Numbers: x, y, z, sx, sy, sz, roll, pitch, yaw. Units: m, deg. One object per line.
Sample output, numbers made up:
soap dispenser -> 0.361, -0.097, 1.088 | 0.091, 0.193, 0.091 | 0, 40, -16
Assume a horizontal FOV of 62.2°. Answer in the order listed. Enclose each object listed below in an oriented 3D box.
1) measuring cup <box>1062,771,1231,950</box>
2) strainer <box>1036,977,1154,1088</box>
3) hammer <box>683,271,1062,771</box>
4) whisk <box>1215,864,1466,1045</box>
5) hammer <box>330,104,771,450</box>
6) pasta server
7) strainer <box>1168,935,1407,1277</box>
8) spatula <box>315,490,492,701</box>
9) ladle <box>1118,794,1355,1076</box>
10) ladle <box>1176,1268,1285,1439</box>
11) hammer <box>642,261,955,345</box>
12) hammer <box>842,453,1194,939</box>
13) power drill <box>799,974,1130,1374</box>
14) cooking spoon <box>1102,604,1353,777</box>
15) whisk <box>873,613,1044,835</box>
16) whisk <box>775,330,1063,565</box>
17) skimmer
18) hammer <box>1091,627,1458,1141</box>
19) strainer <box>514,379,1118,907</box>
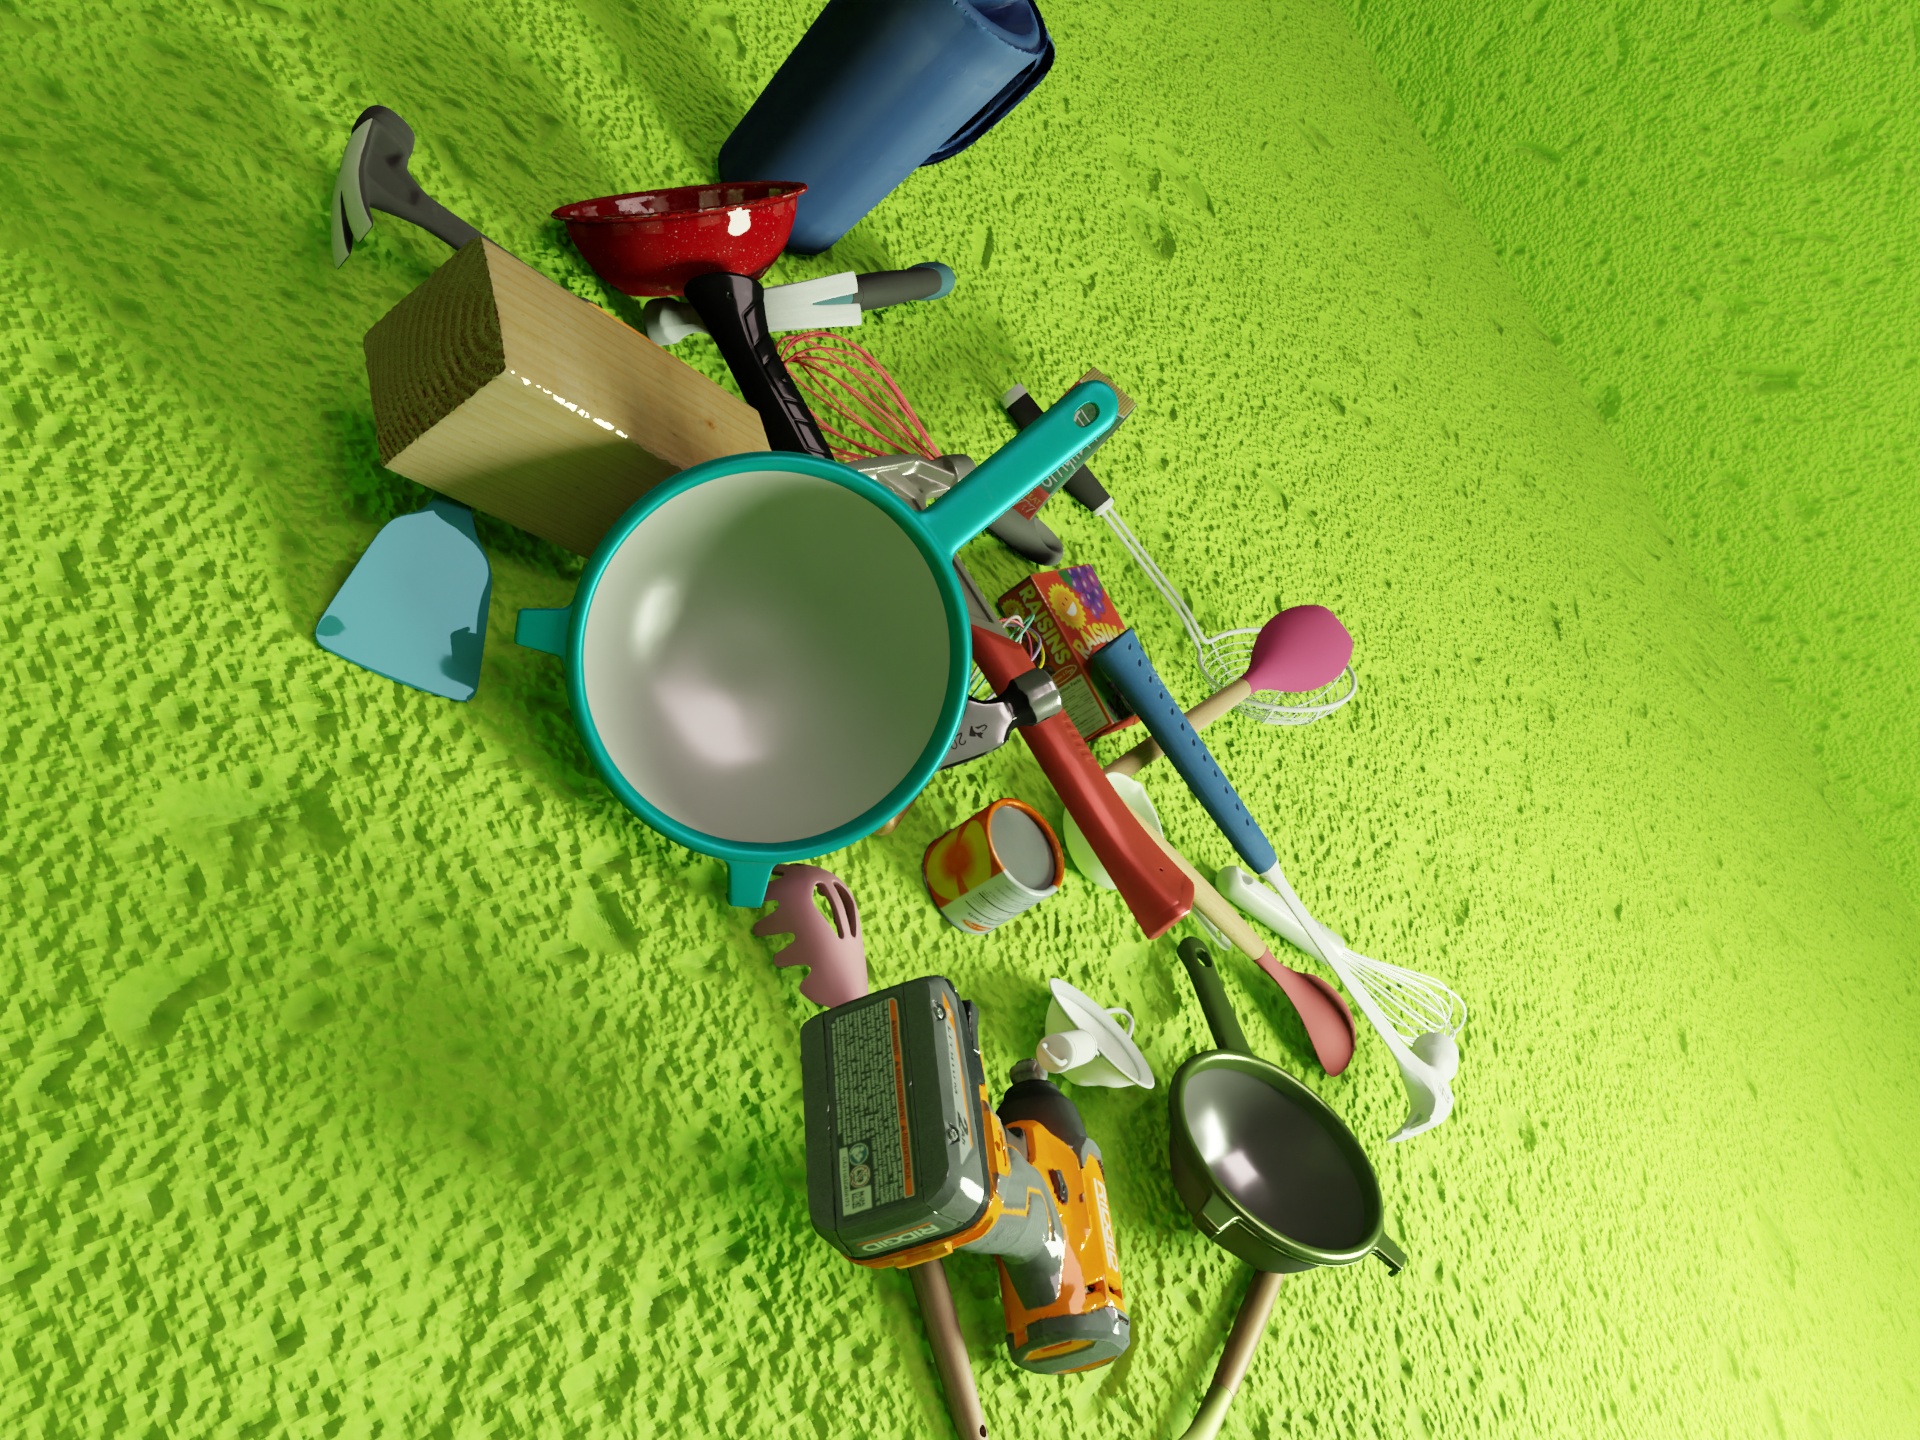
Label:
measuring cup -> 0.127, 0.107, 1.086 | 0.167, 0.038, 0.083 | 49, 37, -25
strainer -> 0.064, 0.180, 0.878 | 0.087, 0.050, 0.258 | 45, 1, 15
hammer -> -0.079, -0.119, 0.949 | 0.146, 0.035, 0.335 | -27, 85, -15
whisk -> 0.285, 0.177, 1.194 | 0.246, 0.059, 0.058 | 34, 28, -18
hammer -> -0.211, -0.225, 0.945 | 0.336, 0.034, 0.127 | 30, 34, -36
pasta server -> -0.041, 0.216, 0.816 | 0.060, 0.040, 0.316 | 1, 65, -48
strainer -> 0.167, 0.246, 1.003 | 0.151, 0.069, 0.257 | 19, 31, -24
spatula -> -0.277, -0.153, 0.851 | 0.082, 0.044, 0.318 | 25, 41, -35
ladle -> 0.188, 0.142, 1.089 | 0.315, 0.031, 0.069 | 45, 36, -25
ladle -> 0.165, 0.361, 0.904 | 0.078, 0.062, 0.320 | 52, 33, -1
hammer -> -0.084, -0.303, 1.132 | 0.331, 0.128, 0.033 | -40, 127, -61
hammer -> 0.030, -0.021, 1.002 | 0.149, 0.036, 0.359 | -17, 68, -40
power drill -> 0.009, 0.213, 0.784 | 0.226, 0.084, 0.164 | 50, 24, -46
cooking spoon -> 0.197, -0.015, 1.192 | 0.319, 0.017, 0.069 | -31, 79, -36
whisk -> 0.000, -0.003, 1.023 | 0.047, 0.051, 0.245 | 52, 39, -13
whisk -> -0.024, -0.182, 1.130 | 0.295, 0.073, 0.073 | 30, 42, -39
skimmer -> 0.173, -0.140, 1.283 | 0.363, 0.090, 0.127 | 51, 40, -5
hammer -> 0.220, 0.112, 1.108 | 0.405, 0.035, 0.144 | 55, 25, -1
strainer -> -0.059, -0.076, 0.860 | 0.340, 0.095, 0.211 | -40, 108, -12
